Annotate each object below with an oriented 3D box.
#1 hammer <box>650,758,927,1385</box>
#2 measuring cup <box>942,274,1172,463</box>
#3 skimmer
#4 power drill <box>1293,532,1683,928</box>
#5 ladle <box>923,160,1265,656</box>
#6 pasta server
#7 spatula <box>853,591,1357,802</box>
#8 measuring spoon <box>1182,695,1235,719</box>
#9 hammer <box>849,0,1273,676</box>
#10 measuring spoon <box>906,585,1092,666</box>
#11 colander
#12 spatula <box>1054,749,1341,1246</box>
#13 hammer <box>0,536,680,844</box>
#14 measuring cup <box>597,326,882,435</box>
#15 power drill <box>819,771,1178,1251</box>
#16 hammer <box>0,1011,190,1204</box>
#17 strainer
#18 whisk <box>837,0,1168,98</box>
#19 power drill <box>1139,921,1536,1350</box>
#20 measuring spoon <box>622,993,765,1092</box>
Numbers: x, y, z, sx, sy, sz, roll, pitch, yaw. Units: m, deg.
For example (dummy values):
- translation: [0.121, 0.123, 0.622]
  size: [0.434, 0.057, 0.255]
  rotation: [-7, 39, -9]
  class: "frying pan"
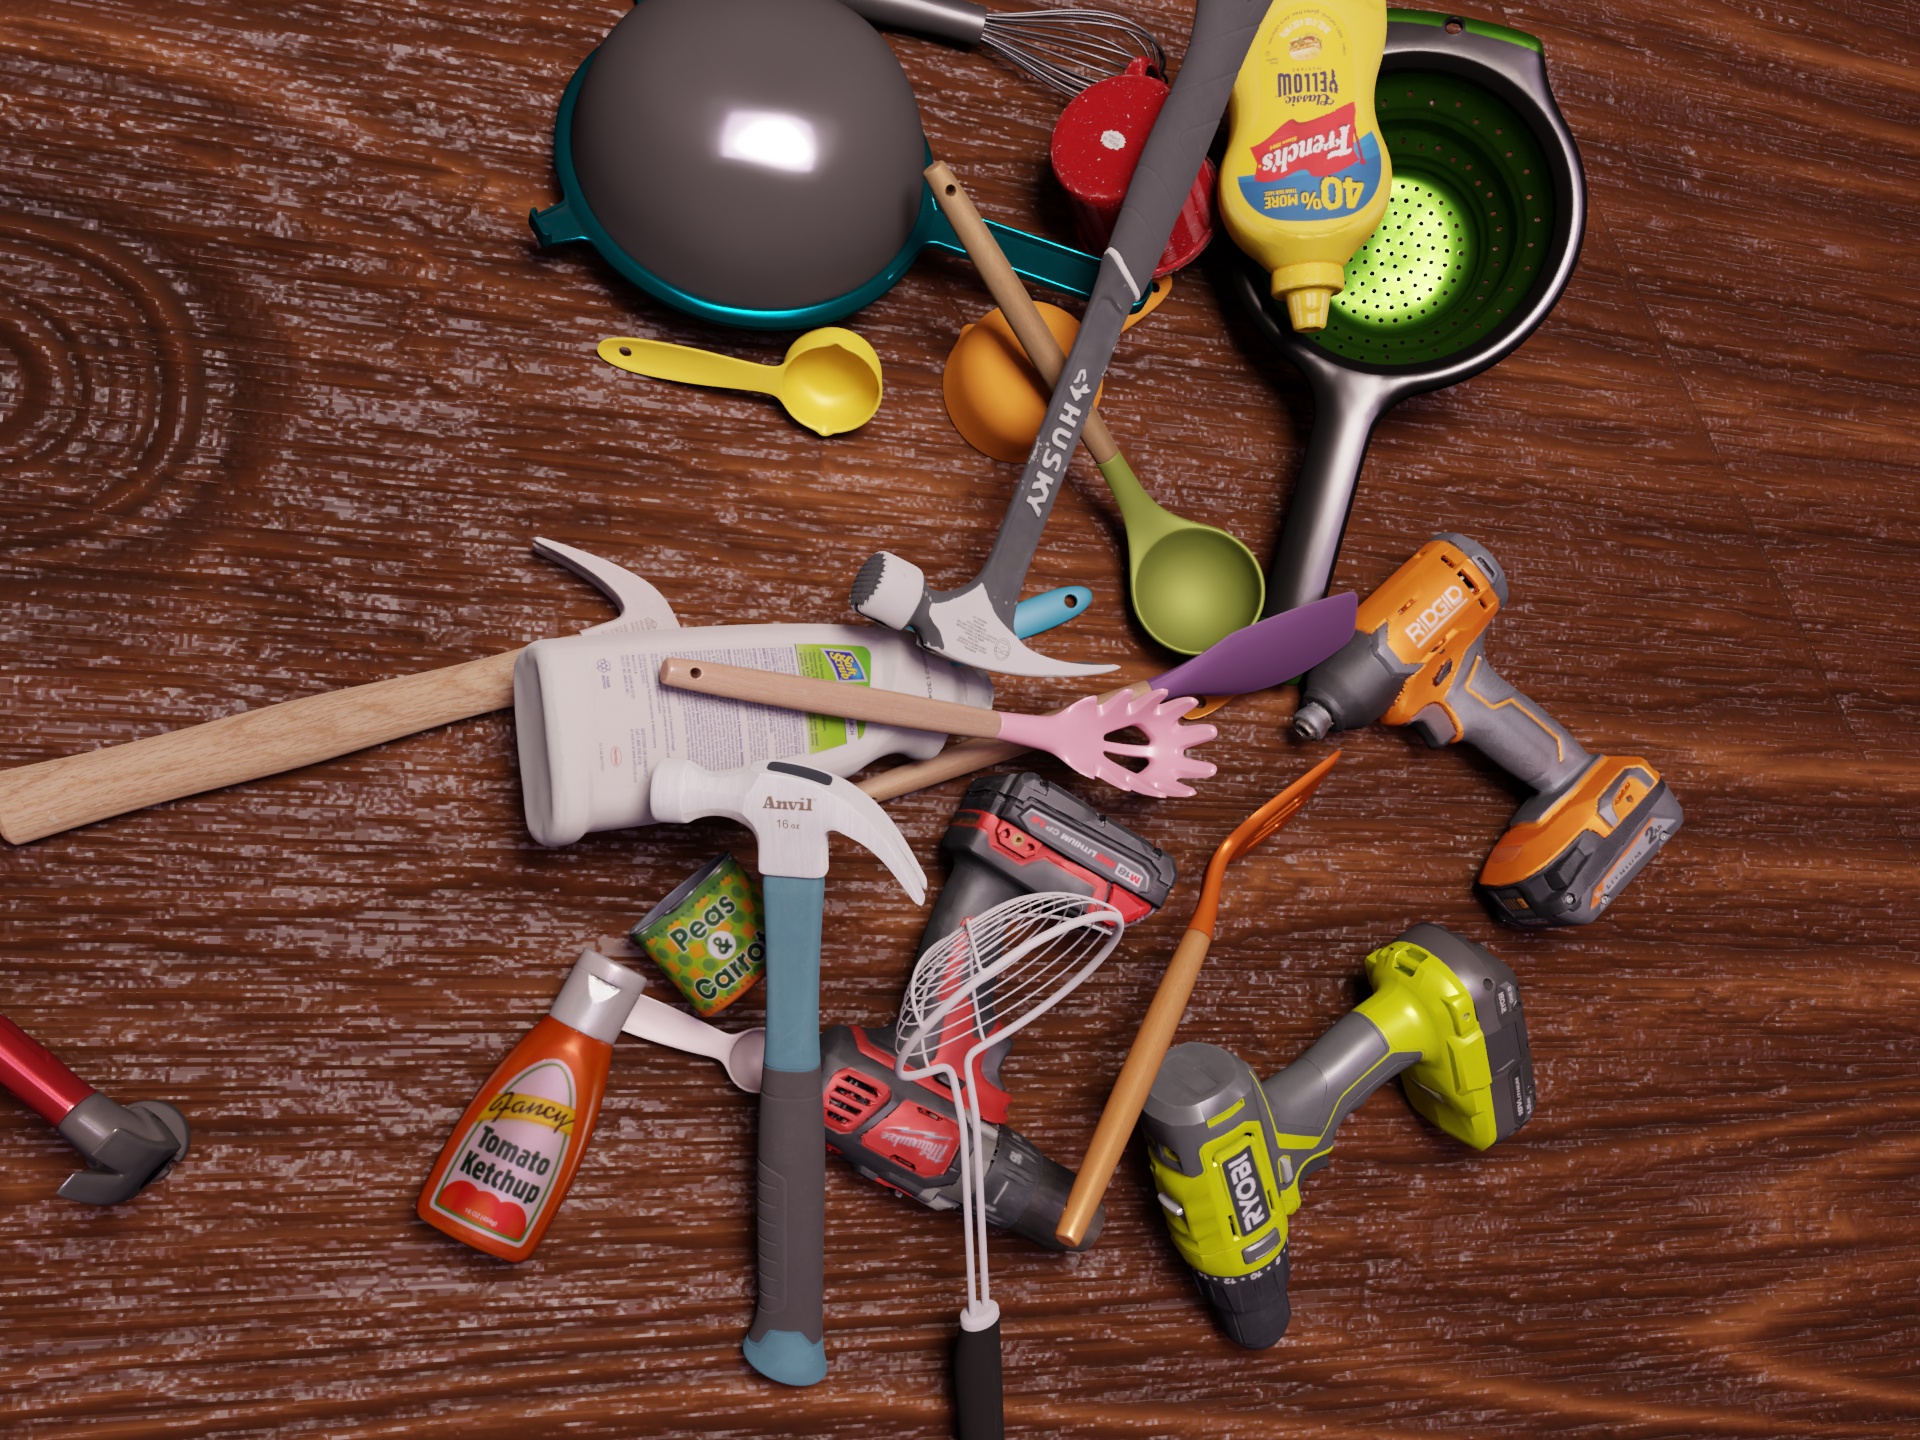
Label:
- translation: [-0.084, 0.179, 0.779]
  size: [0.128, 0.033, 0.331]
  rotation: [3, 107, 2]
  class: "hammer"
- translation: [0.070, -0.223, 0.932]
  size: [0.173, 0.052, 0.095]
  rotation: [-39, 96, -16]
  class: "measuring cup"
- translation: [0.026, 0.253, 0.779]
  size: [0.127, 0.090, 0.363]
  rotation: [-16, 111, -40]
  class: "skimmer"
- translation: [0.313, 0.018, 0.971]
  size: [0.164, 0.084, 0.226]
  rotation: [-40, 92, -18]
  class: "power drill"
- translation: [0.073, -0.165, 0.875]
  size: [0.078, 0.062, 0.319]
  rotation: [-39, 117, -5]
  class: "ladle"
- translation: [-0.001, -0.003, 0.821]
  size: [0.316, 0.040, 0.060]
  rotation: [9, 77, -30]
  class: "pasta server"
- translation: [0.084, -0.006, 0.902]
  size: [0.316, 0.059, 0.018]
  rotation: [-19, 49, -9]
  class: "spatula"
- translation: [0.177, -0.036, 0.969]
  size: [0.117, 0.011, 0.021]
  rotation: [-37, 88, -15]
  class: "measuring spoon"
- translation: [0.083, -0.214, 0.839]
  size: [0.149, 0.036, 0.409]
  rotation: [25, 84, -27]
  class: "hammer"
- translation: [0.023, -0.053, 0.912]
  size: [0.128, 0.021, 0.042]
  rotation: [-22, 91, -18]
  class: "measuring spoon"
- translation: [0.244, -0.216, 0.971]
  size: [0.204, 0.094, 0.397]
  rotation: [16, 95, 11]
  class: "colander"
- translation: [0.127, 0.139, 0.848]
  size: [0.041, 0.081, 0.323]
  rotation: [28, 55, 5]
  class: "spatula"
- translation: [-0.300, -0.004, 0.796]
  size: [0.331, 0.031, 0.130]
  rotation: [-16, 89, -19]
  class: "hammer"
- translation: [-0.120, -0.198, 0.878]
  size: [0.156, 0.062, 0.029]
  rotation: [9, 45, -4]
  class: "measuring cup"
- translation: [0.032, 0.161, 0.863]
  size: [0.187, 0.080, 0.227]
  rotation: [31, 78, -12]
  class: "power drill"
- translation: [-0.497, 0.071, 0.676]
  size: [0.386, 0.143, 0.038]
  rotation: [41, 70, -5]
  class: "hammer"
- translation: [-0.047, -0.302, 0.851]
  size: [0.340, 0.095, 0.211]
  rotation: [17, 67, -7]
  class: "strainer"
- translation: [0.011, -0.411, 0.940]
  size: [0.239, 0.055, 0.055]
  rotation: [10, 80, -12]
  class: "whisk"
- translation: [0.212, 0.234, 0.898]
  size: [0.228, 0.080, 0.190]
  rotation: [-27, 115, -20]
  class: "power drill"
- translation: [-0.148, 0.162, 0.837]
  size: [0.124, 0.018, 0.034]
  rotation: [23, 82, -7]
  class: "measuring spoon"
